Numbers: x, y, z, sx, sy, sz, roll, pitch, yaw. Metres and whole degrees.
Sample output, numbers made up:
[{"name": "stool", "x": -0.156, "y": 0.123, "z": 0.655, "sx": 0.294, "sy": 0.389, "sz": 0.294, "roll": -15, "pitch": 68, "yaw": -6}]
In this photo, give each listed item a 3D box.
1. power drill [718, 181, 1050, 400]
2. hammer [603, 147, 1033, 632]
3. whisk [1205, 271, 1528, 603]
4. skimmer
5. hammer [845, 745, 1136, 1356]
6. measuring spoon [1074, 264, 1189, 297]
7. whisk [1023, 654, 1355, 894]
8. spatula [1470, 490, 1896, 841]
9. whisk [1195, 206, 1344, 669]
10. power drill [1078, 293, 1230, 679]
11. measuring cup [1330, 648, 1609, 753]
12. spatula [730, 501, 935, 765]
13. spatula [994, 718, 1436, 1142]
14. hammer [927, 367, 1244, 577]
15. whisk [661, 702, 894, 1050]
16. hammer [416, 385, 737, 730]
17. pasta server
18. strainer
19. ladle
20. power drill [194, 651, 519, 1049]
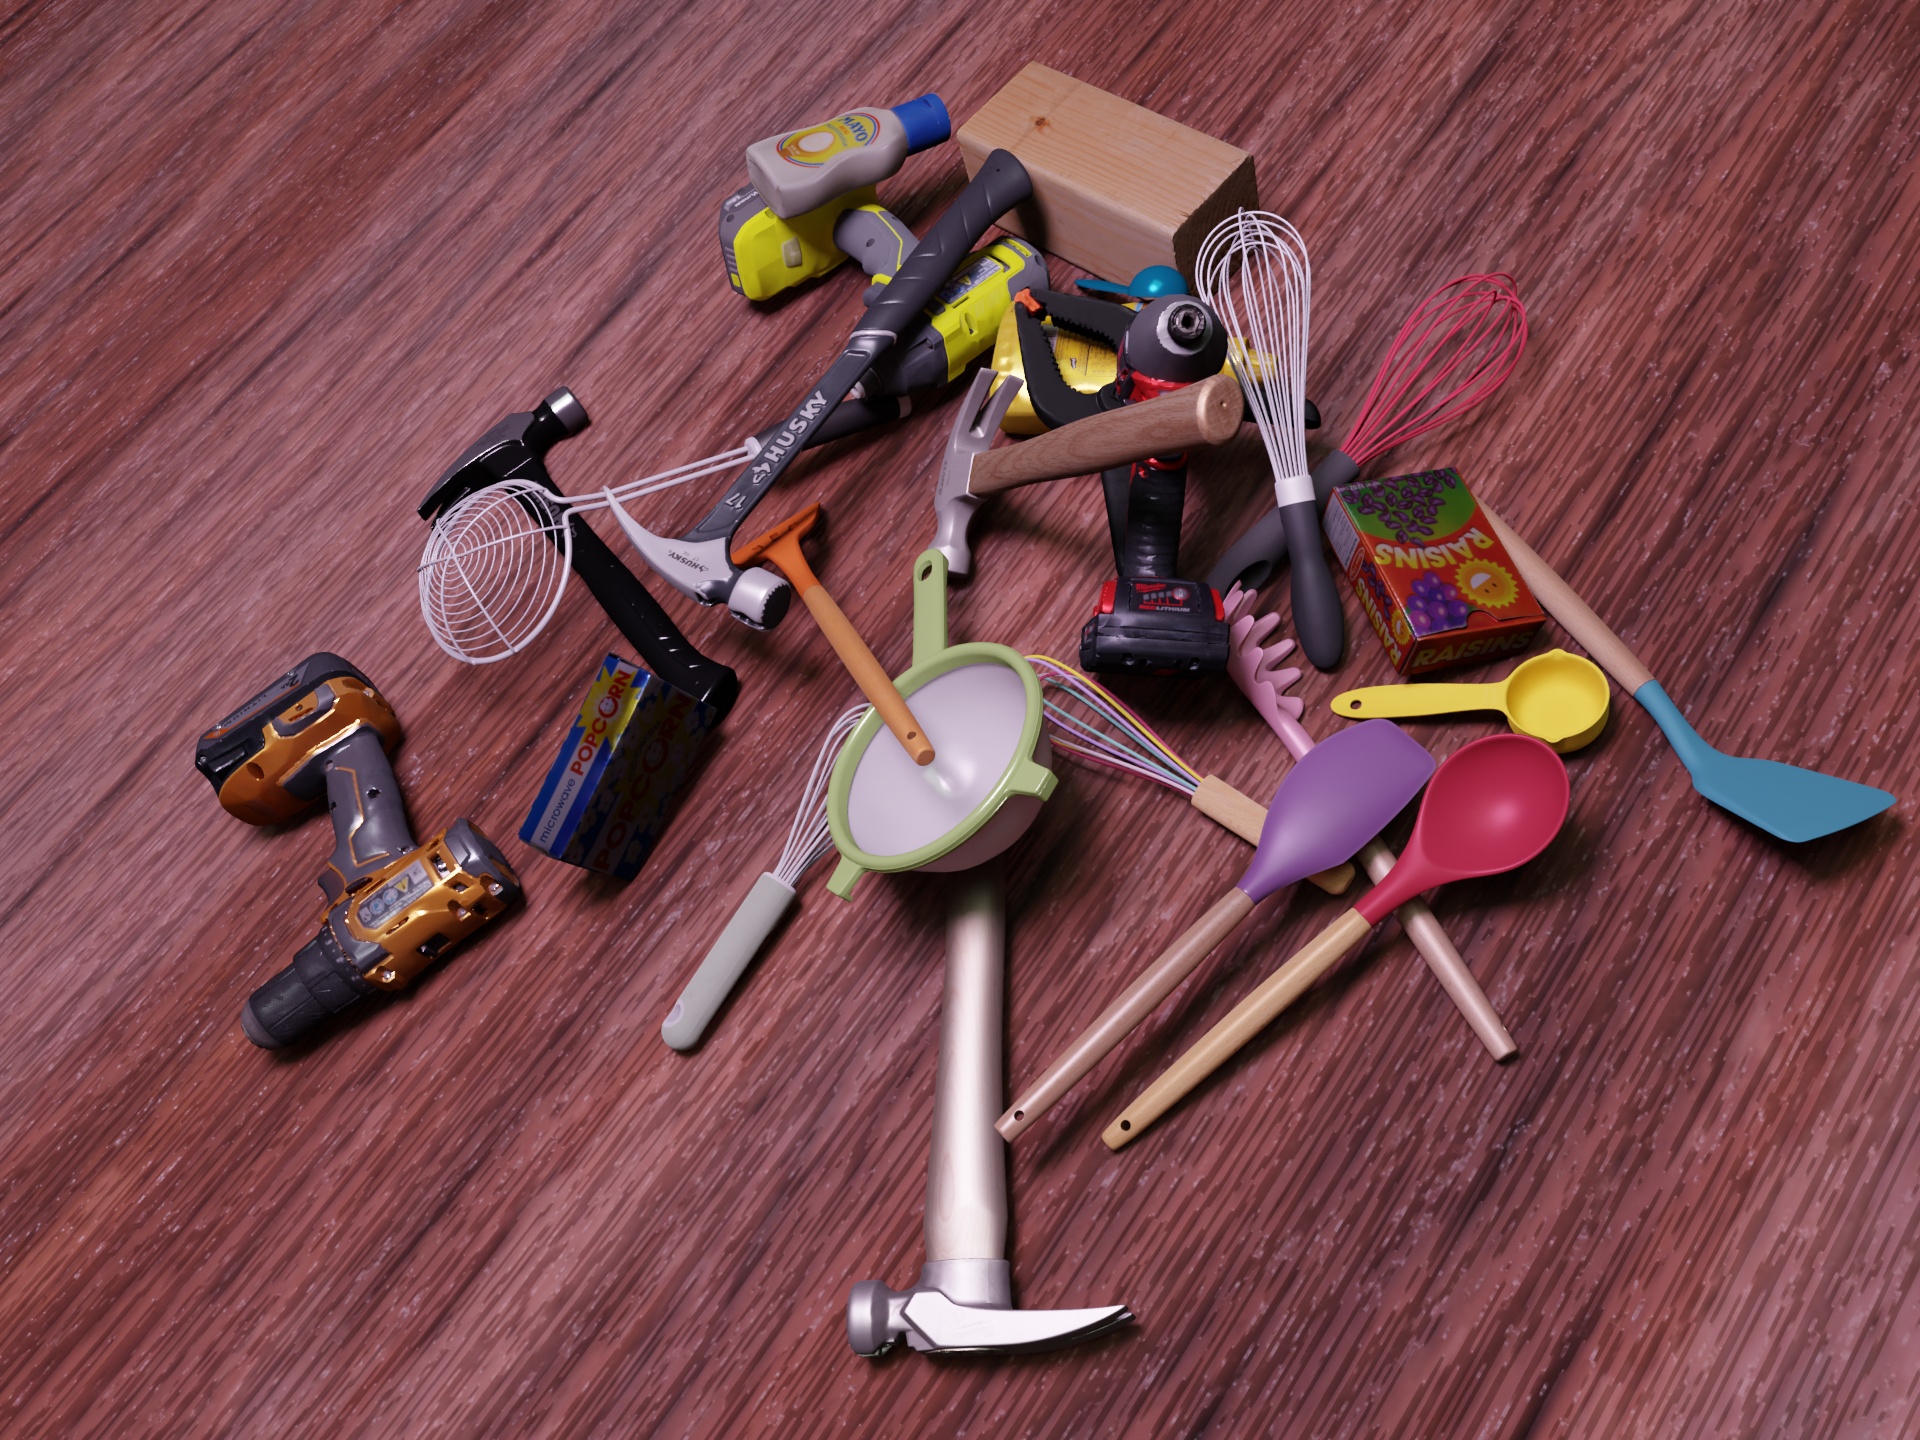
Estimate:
[{"name": "power drill", "x": -0.069, "y": -0.327, "z": 1.171, "sx": 0.171, "sy": 0.080, "sz": 0.223, "roll": -39, "pitch": 60, "yaw": -21}, {"name": "hammer", "x": -0.074, "y": -0.242, "z": 1.065, "sx": 0.149, "sy": 0.036, "sz": 0.409, "roll": 27, "pitch": 67, "yaw": 21}, {"name": "whisk", "x": 0.260, "y": -0.178, "z": 1.018, "sx": 0.296, "sy": 0.073, "sz": 0.073, "roll": -45, "pitch": 60, "yaw": -7}, {"name": "skimmer", "x": -0.198, "y": -0.149, "z": 1.106, "sx": 0.363, "sy": 0.090, "sz": 0.127, "roll": -23, "pitch": 60, "yaw": -22}, {"name": "hammer", "x": 0.017, "y": 0.143, "z": 0.907, "sx": 0.146, "sy": 0.038, "sz": 0.411, "roll": -7, "pitch": 59, "yaw": 12}, {"name": "measuring spoon", "x": 0.116, "y": -0.313, "z": 1.122, "sx": 0.042, "sy": 0.021, "sz": 0.129, "roll": -9, "pitch": 22, "yaw": -25}, {"name": "whisk", "x": 0.125, "y": 0.032, "z": 0.946, "sx": 0.245, "sy": 0.051, "sz": 0.047, "roll": 34, "pitch": 98, "yaw": 24}, {"name": "spatula", "x": 0.383, "y": -0.044, "z": 0.915, "sx": 0.082, "sy": 0.044, "sz": 0.318, "roll": -16, "pitch": 53, "yaw": -22}, {"name": "whisk", "x": 0.198, "y": -0.171, "z": 0.968, "sx": 0.070, "sy": 0.070, "sz": 0.284, "roll": -11, "pitch": 91, "yaw": 9}, {"name": "power drill", "x": 0.120, "y": -0.138, "z": 0.940, "sx": 0.078, "sy": 0.143, "sz": 0.220, "roll": 4, "pitch": 88, "yaw": 0}, {"name": "measuring cup", "x": 0.298, "y": -0.006, "z": 0.933, "sx": 0.156, "sy": 0.029, "sz": 0.062, "roll": -2, "pitch": 59, "yaw": 27}, {"name": "spatula", "x": -0.079, "y": -0.061, "z": 0.997, "sx": 0.081, "sy": 0.041, "sz": 0.323, "roll": -32, "pitch": 42, "yaw": -3}, {"name": "spatula", "x": 0.135, "y": 0.111, "z": 0.861, "sx": 0.316, "sy": 0.018, "sz": 0.060, "roll": -43, "pitch": 67, "yaw": -11}, {"name": "hammer", "x": 0.061, "y": -0.158, "z": 0.927, "sx": 0.031, "sy": 0.331, "sz": 0.130, "roll": 10, "pitch": 87, "yaw": -24}, {"name": "whisk", "x": -0.105, "y": 0.094, "z": 0.968, "sx": 0.246, "sy": 0.059, "sz": 0.058, "roll": -57, "pitch": 26, "yaw": -14}, {"name": "hammer", "x": -0.262, "y": -0.106, "z": 1.128, "sx": 0.146, "sy": 0.035, "sz": 0.335, "roll": -38, "pitch": 59, "yaw": -9}, {"name": "pasta server", "x": 0.227, "y": 0.050, "z": 0.906, "sx": 0.040, "sy": 0.060, "sz": 0.317, "roll": -41, "pitch": 58, "yaw": 21}, {"name": "strainer", "x": -0.002, "y": -0.003, "z": 0.946, "sx": 0.151, "sy": 0.069, "sz": 0.257, "roll": -29, "pitch": 38, "yaw": 24}, {"name": "ladle", "x": 0.197, "y": 0.124, "z": 0.852, "sx": 0.315, "sy": 0.031, "sz": 0.069, "roll": -42, "pitch": 65, "yaw": 2}, {"name": "power drill", "x": -0.414, "y": 0.086, "z": 1.034, "sx": 0.185, "sy": 0.084, "sz": 0.226, "roll": -38, "pitch": 63, "yaw": -7}]
